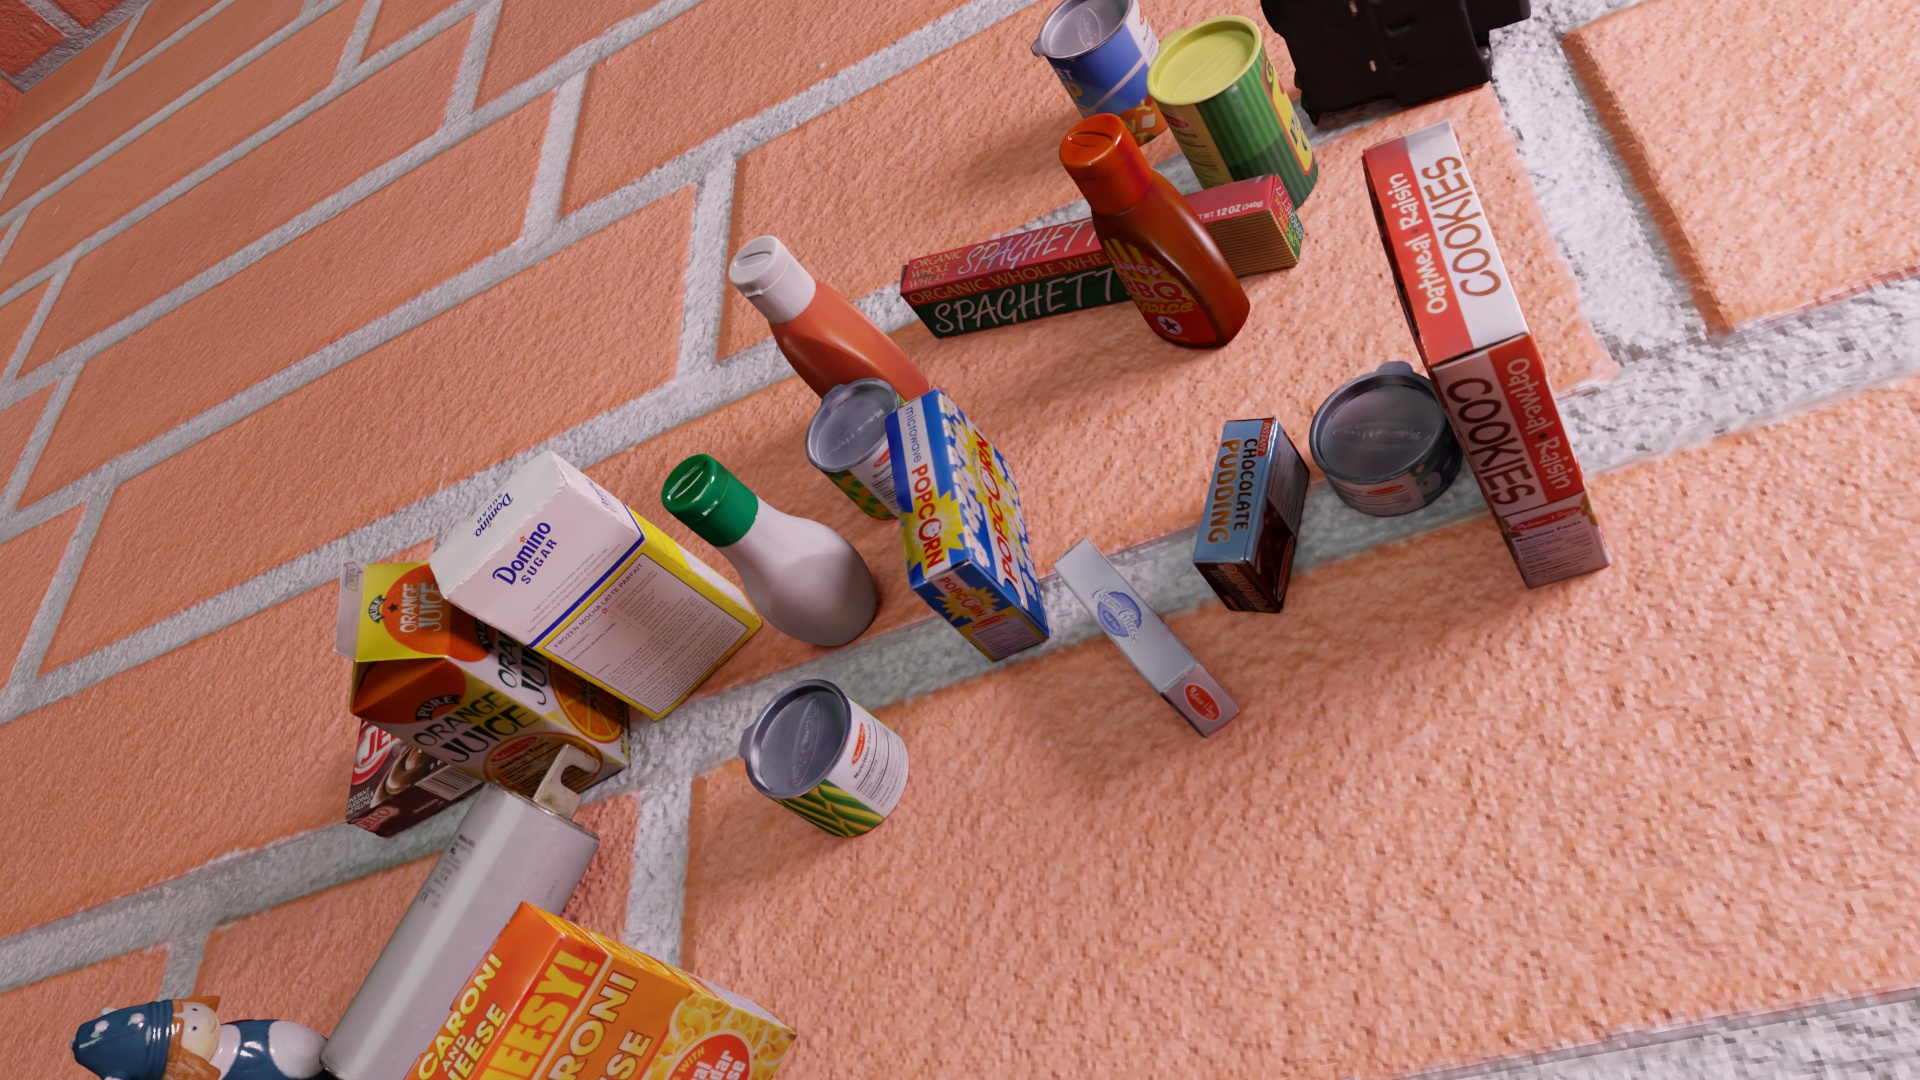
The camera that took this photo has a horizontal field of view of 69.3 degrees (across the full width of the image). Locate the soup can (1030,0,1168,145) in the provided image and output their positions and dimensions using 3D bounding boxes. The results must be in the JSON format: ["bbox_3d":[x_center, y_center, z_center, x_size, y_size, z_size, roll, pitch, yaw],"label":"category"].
[{"bbox_3d":[0.096,-0.304,0.897,0.071,0.083,0.072,-18,50,24],"label":"soup can"}]

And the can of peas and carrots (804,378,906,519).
[{"bbox_3d":[-0.051,-0.056,0.838,0.071,0.058,0.071,-18,50,24],"label":"can of peas and carrots"}]

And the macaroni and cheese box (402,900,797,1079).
[{"bbox_3d":[-0.165,0.248,0.621,0.040,0.166,0.124,18,71,42],"label":"macaroni and cheese box"}]

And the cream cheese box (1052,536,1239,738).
[{"bbox_3d":[0.088,0.046,0.670,0.024,0.053,0.104,-41,45,3],"label":"cream cheese box"}]

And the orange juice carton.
[{"bbox_3d":[-0.284,0.080,0.807,0.073,0.192,0.072,-30,47,15],"label":"orange juice carton"}]

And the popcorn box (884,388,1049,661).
[{"bbox_3d":[0.003,-0.009,0.747,0.038,0.085,0.127,-26,48,18],"label":"popcorn box"}]

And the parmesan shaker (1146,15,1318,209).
[{"bbox_3d":[0.156,-0.238,0.793,0.071,0.103,0.071,-18,50,24],"label":"parmesan shaker"}]

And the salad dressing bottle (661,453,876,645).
[{"bbox_3d":[-0.104,0.006,0.766,0.064,0.147,0.044,-44,45,1],"label":"salad dressing bottle"}]

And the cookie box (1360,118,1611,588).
[{"bbox_3d":[0.221,-0.074,0.583,0.040,0.167,0.123,-21,50,22],"label":"cookie box"}]

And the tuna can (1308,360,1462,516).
[{"bbox_3d":[0.206,-0.049,0.671,0.071,0.032,0.071,-18,50,24],"label":"tuna can"}]

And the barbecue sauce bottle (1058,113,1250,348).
[{"bbox_3d":[0.102,-0.164,0.745,0.065,0.148,0.044,21,73,43],"label":"barbecue sauce bottle"}]

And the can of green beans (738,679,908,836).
[{"bbox_3d":[-0.069,0.114,0.727,0.071,0.057,0.071,-18,50,24],"label":"can of green beans"}]

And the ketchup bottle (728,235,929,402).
[{"bbox_3d":[-0.082,-0.123,0.844,0.064,0.148,0.044,-5,57,33],"label":"ketchup bottle"}]

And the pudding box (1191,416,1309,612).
[{"bbox_3d":[0.143,-0.013,0.677,0.030,0.049,0.084,-2,58,34],"label":"pudding box"}]

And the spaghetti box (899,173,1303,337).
[{"bbox_3d":[0.077,-0.166,0.834,0.250,0.050,0.029,-6,56,32],"label":"spaghetti box"}]
